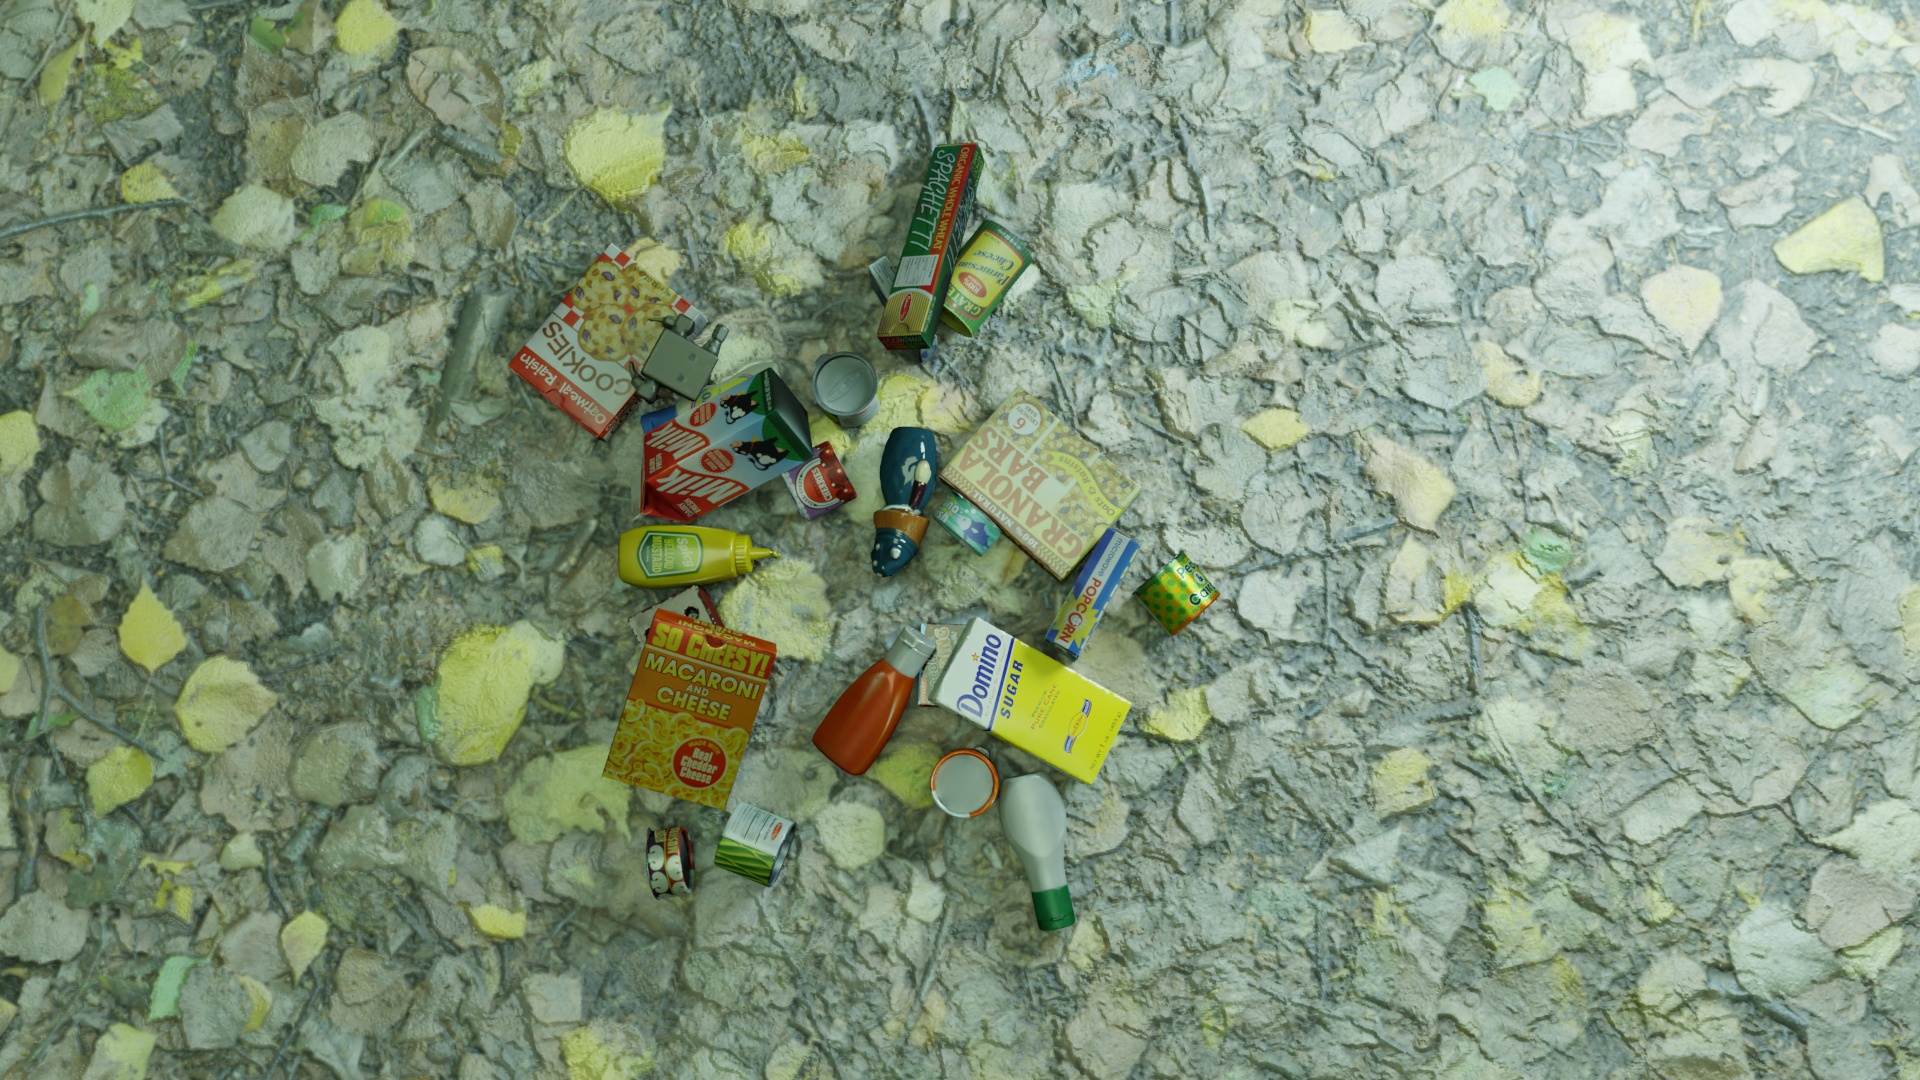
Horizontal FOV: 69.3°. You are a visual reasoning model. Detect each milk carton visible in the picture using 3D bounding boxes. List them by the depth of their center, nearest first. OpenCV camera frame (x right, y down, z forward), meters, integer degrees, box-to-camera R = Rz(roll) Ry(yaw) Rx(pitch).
[{"bbox_3d":[-0.246,-0.085,1.371,0.190,0.073,0.073,-26,44,12],"label":"milk carton"}]

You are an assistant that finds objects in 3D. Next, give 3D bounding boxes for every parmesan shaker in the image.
[{"bbox_3d":[0.015,-0.269,1.417,0.071,0.071,0.103,37,85,6],"label":"parmesan shaker"}]

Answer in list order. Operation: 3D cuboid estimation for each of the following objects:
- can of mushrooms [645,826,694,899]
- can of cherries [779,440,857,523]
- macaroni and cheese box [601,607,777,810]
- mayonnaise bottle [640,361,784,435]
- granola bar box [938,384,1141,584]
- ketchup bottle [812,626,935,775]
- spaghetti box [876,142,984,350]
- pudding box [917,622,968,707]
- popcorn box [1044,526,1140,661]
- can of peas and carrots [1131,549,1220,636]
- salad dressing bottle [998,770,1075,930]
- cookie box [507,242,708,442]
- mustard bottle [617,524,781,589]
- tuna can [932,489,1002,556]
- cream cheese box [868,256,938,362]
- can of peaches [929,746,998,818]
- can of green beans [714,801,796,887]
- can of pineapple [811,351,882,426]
[{"bbox_3d":[-0.280,0.309,1.340,0.033,0.071,0.071,-9,82,0],"label":"can of mushrooms"},{"bbox_3d":[-0.142,-0.059,1.389,0.058,0.071,0.071,-26,82,-2],"label":"can of cherries"},{"bbox_3d":[-0.260,0.164,1.343,0.124,0.040,0.166,18,97,-11],"label":"macaroni and cheese box"},{"bbox_3d":[-0.250,-0.133,1.418,0.148,0.041,0.065,-18,80,-1],"label":"mayonnaise bottle"},{"bbox_3d":[0.080,-0.057,1.398,0.165,0.039,0.124,41,85,7],"label":"granola bar box"},{"bbox_3d":[-0.080,0.153,1.354,0.065,0.043,0.148,37,97,19],"label":"ketchup bottle"},{"bbox_3d":[-0.027,-0.299,1.397,0.050,0.028,0.251,2,61,23],"label":"spaghetti box"},{"bbox_3d":[-0.017,0.124,1.379,0.050,0.030,0.084,2,82,3],"label":"pudding box"},{"bbox_3d":[0.128,0.053,1.357,0.038,0.085,0.127,30,84,7],"label":"popcorn box"},{"bbox_3d":[0.214,0.051,1.363,0.071,0.071,0.059,-40,84,-4],"label":"can of peas and carrots"},{"bbox_3d":[0.077,0.300,1.344,0.064,0.044,0.147,-12,83,-5],"label":"salad dressing bottle"},{"bbox_3d":[-0.363,-0.203,1.432,0.123,0.040,0.167,38,84,6],"label":"cookie box"},{"bbox_3d":[-0.260,0.014,1.393,0.160,0.049,0.065,-3,83,1],"label":"mustard bottle"},{"bbox_3d":[0.005,-0.017,1.379,0.071,0.071,0.033,40,86,7],"label":"tuna can"},{"bbox_3d":[-0.059,-0.236,1.421,0.024,0.053,0.104,-31,82,-4],"label":"cream cheese box"},{"bbox_3d":[0.005,0.233,1.348,0.071,0.058,0.071,0,82,2],"label":"can of peaches"},{"bbox_3d":[-0.198,0.293,1.341,0.058,0.071,0.071,20,83,5],"label":"can of green beans"},{"bbox_3d":[-0.115,-0.154,1.408,0.071,0.058,0.071,0,82,2],"label":"can of pineapple"}]
